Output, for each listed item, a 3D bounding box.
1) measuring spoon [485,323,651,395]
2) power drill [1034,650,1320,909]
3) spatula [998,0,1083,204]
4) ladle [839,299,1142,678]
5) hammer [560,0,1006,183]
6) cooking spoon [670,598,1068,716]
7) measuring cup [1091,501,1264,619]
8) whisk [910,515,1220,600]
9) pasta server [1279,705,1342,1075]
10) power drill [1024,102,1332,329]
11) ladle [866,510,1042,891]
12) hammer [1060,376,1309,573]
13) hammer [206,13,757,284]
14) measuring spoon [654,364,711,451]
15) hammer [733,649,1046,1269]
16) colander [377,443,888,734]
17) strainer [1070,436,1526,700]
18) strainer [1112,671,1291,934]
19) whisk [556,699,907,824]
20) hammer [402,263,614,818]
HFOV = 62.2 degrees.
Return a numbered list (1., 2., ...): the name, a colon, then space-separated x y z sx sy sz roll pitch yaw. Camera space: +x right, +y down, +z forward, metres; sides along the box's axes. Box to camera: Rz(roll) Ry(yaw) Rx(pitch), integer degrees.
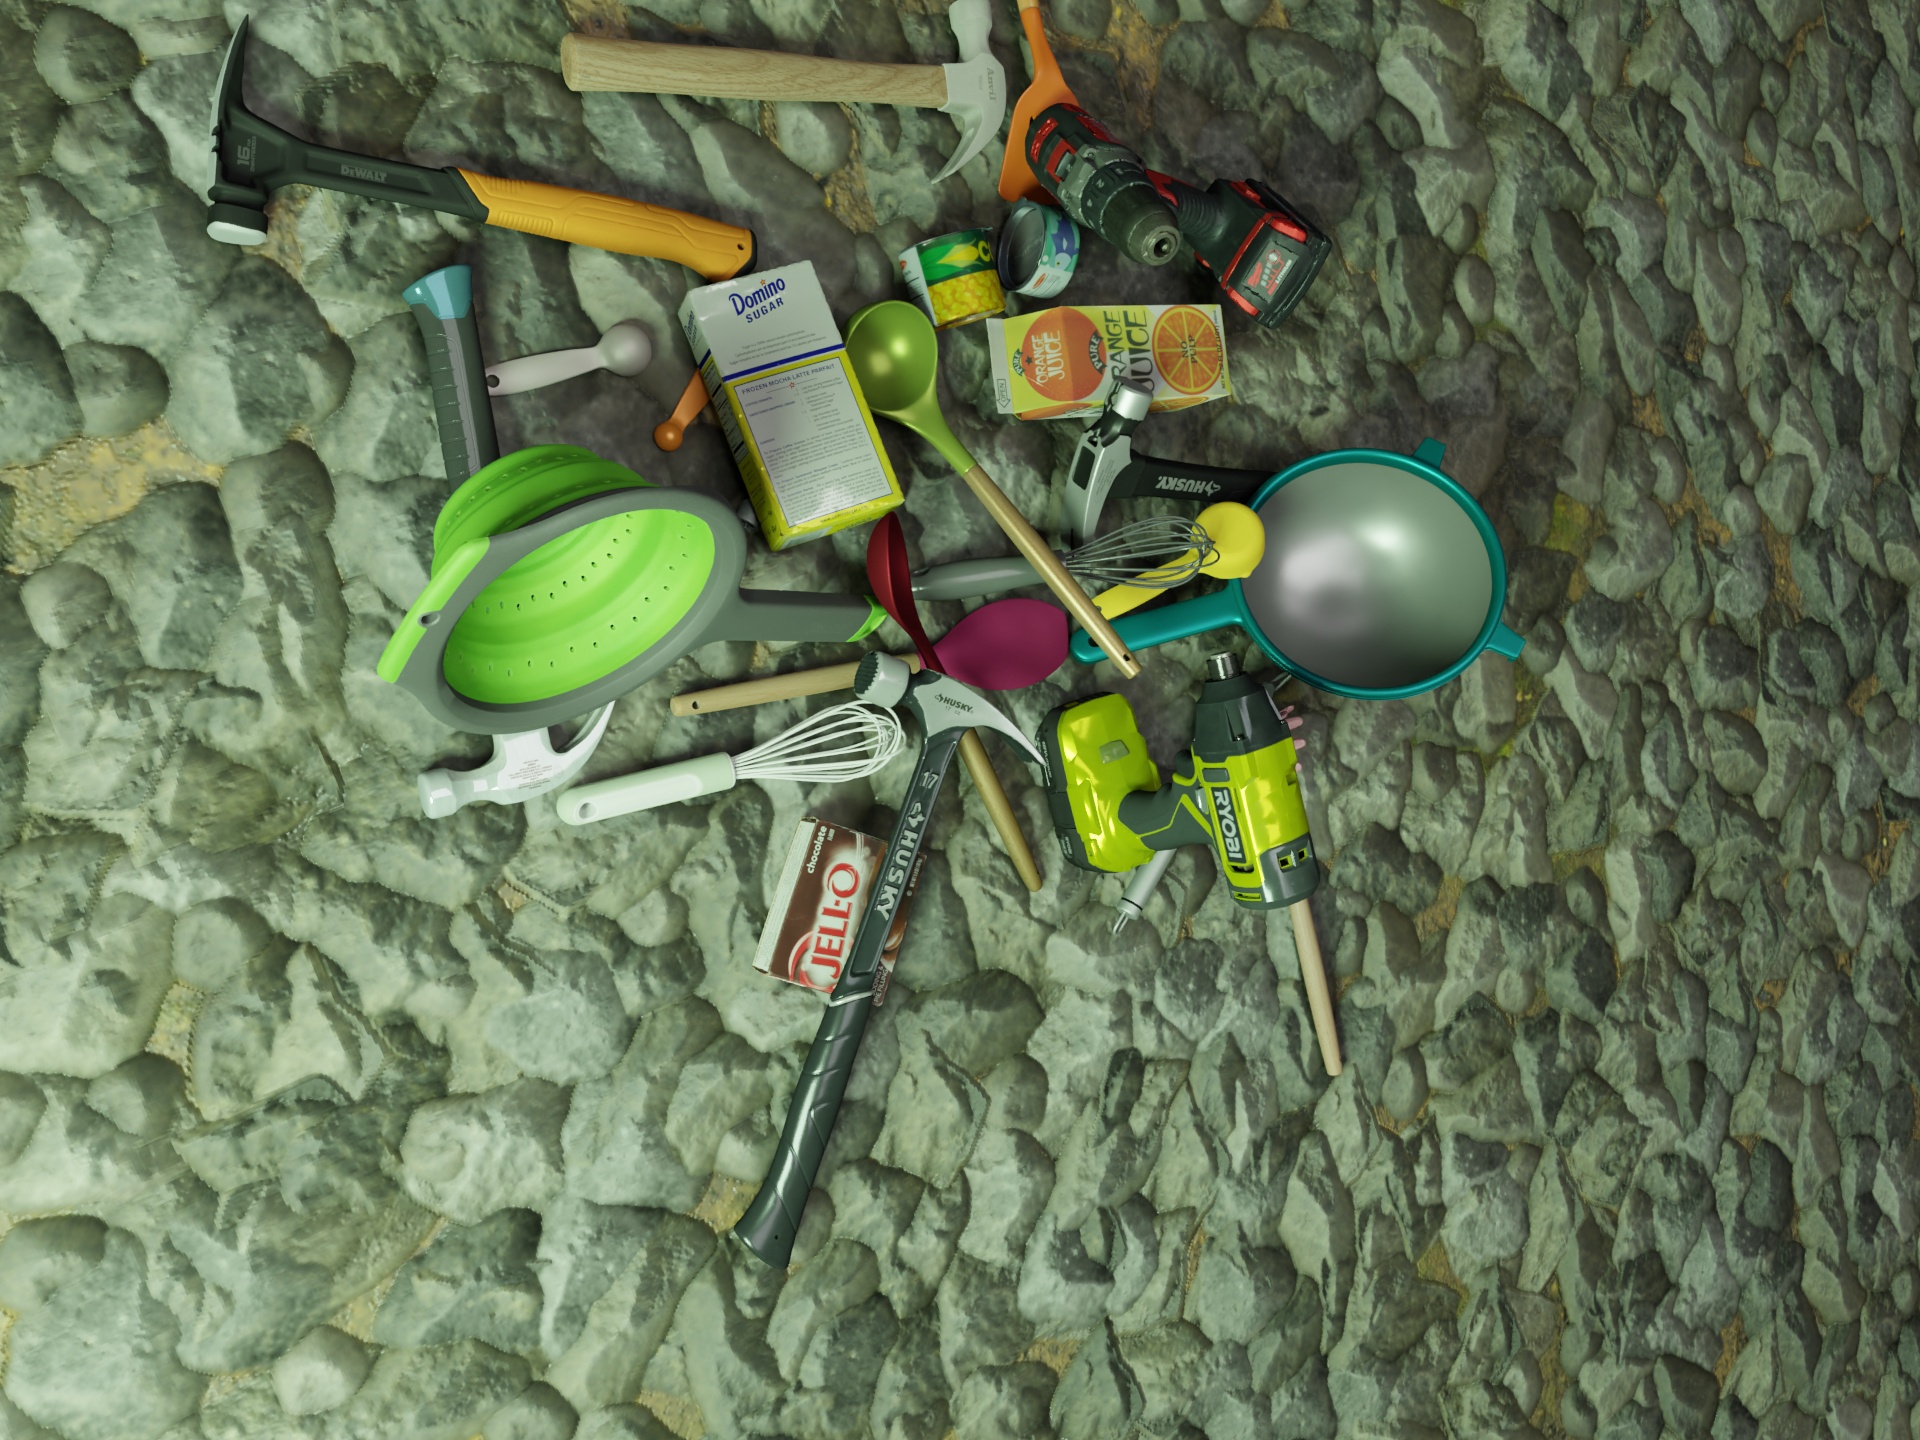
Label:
1. measuring spoon: -0.254 -0.229 1.022 0.124 0.018 0.034 -22 100 -28
2. power drill: 0.151 0.039 1.133 0.080 0.223 0.171 -18 98 -30
3. spatula: 0.043 -0.556 1.205 0.081 0.041 0.322 -11 90 -29
4. ladle: 0.026 -0.159 1.115 0.078 0.062 0.320 -39 89 -14
5. hammer: -0.112 -0.444 1.105 0.331 0.031 0.130 -10 93 -30
6. cooking spoon: -0.054 -0.037 1.132 0.318 0.017 0.068 -12 105 -29
7. measuring cup: 0.160 -0.116 1.206 0.156 0.029 0.062 -27 71 -4
8. whisk: 0.074 -0.111 1.160 0.239 0.055 0.055 -9 93 -8
9. pasta server: 0.286 0.145 1.316 0.060 0.040 0.316 -28 107 -61
10. power drill: 0.168 -0.368 1.180 0.226 0.188 0.080 11 125 -35
11. ladle: -0.002 -0.004 1.133 0.069 0.031 0.315 -76 146 -59
12. hammer: 0.217 -0.181 1.264 0.334 0.035 0.146 -1 124 -38
13. hammer: -0.286 -0.333 0.998 0.336 0.034 0.127 4 88 -30
14. measuring spoon: -0.170 -0.230 1.075 0.021 0.011 0.117 38 71 -24
15. hammer: -0.063 0.167 1.070 0.149 0.036 0.409 21 86 -28
16. colander: -0.186 -0.093 0.979 0.397 0.204 0.095 -3 53 -56
17. strainer: 0.251 -0.085 1.254 0.340 0.095 0.211 -15 71 -1
18. strainer: 0.183 0.057 1.257 0.050 0.086 0.258 27 77 20
19. whisk: -0.148 0.032 1.063 0.246 0.059 0.057 -14 123 -26
20. hammer: -0.295 -0.113 0.983 0.128 0.033 0.331 -12 96 -30
